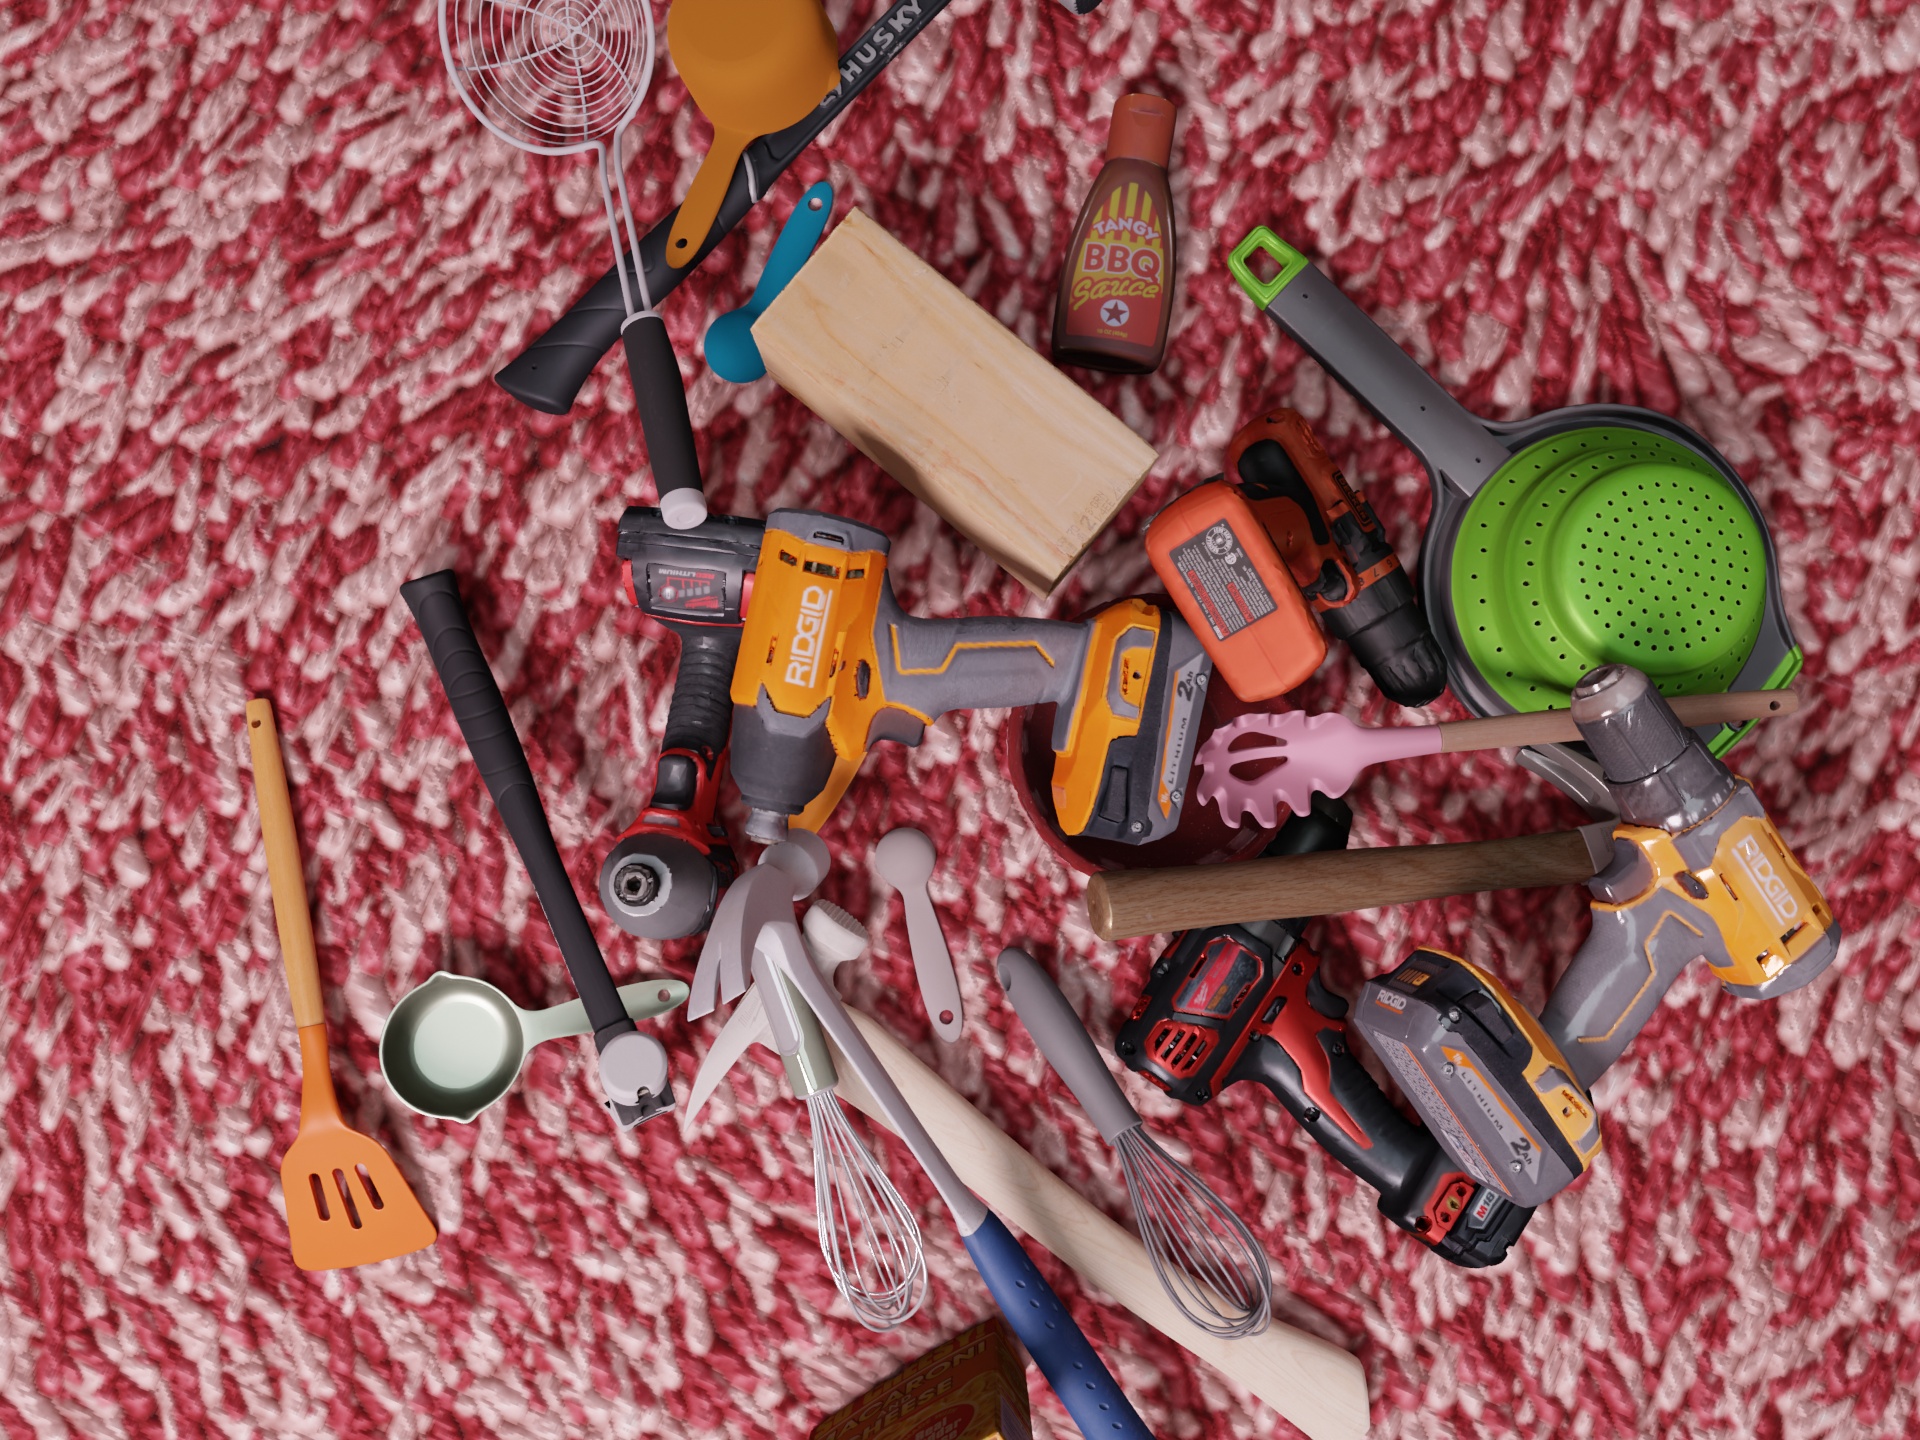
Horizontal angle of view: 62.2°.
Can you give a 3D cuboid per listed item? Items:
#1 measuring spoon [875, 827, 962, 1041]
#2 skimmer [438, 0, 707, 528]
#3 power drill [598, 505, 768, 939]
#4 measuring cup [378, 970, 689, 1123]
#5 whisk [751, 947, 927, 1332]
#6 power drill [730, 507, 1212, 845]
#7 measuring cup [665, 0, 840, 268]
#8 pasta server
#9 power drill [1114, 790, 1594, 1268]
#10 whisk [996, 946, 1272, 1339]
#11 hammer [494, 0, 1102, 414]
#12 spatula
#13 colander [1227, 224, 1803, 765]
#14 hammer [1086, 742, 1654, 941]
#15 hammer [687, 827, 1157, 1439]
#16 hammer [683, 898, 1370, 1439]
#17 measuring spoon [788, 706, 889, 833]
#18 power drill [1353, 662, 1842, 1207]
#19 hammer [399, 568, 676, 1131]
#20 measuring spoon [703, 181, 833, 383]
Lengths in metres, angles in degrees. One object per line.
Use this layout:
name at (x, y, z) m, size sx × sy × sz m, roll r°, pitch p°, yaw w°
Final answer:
measuring spoon at (-0.020, 0.121, 0.891) m, size 0.034 × 0.018 × 0.124 m, roll -15°, pitch 89°, yaw -1°
skimmer at (-0.195, -0.266, 0.829) m, size 0.127 × 0.090 × 0.364 m, roll -25°, pitch 64°, yaw 20°
power drill at (-0.144, 0.006, 0.836) m, size 0.078 × 0.143 × 0.220 m, roll 6°, pitch 85°, yaw 3°
measuring cup at (-0.235, 0.170, 0.888) m, size 0.167 × 0.038 × 0.083 m, roll -11°, pitch 83°, yaw -17°
whisk at (-0.073, 0.201, 0.836) m, size 0.058 × 0.059 × 0.246 m, roll -20°, pitch 89°, yaw 32°
power drill at (-0.001, -0.003, 0.794) m, size 0.226 × 0.084 × 0.164 m, roll 13°, pitch 88°, yaw -8°
measuring cup at (-0.129, -0.331, 0.856) m, size 0.095 × 0.052 × 0.174 m, roll 20°, pitch 83°, yaw 13°
pasta server at (0.275, 0.008, 0.817) m, size 0.316 × 0.040 × 0.060 m, roll -6°, pitch 104°, yaw 0°
power drill at (0.220, 0.163, 0.861) m, size 0.227 × 0.080 × 0.188 m, roll 34°, pitch 81°, yaw 6°
whisk at (0.086, 0.219, 0.844) m, size 0.055 × 0.055 × 0.239 m, roll -34°, pitch 65°, yaw -1°
hammer at (-0.108, -0.325, 0.896) m, size 0.409 × 0.036 × 0.149 m, roll -44°, pitch 77°, yaw 1°
spatula at (-0.365, 0.146, 0.892) m, size 0.081 × 0.041 × 0.323 m, roll -12°, pitch 84°, yaw 0°
colander at (0.301, -0.134, 0.861) m, size 0.397 × 0.094 × 0.204 m, roll 44°, pitch 89°, yaw 2°
hammer at (0.225, 0.079, 0.834) m, size 0.331 × 0.031 × 0.130 m, roll -4°, pitch 64°, yaw -15°
hammer at (-0.001, 0.249, 0.805) m, size 0.035 × 0.144 × 0.405 m, roll -29°, pitch 99°, yaw 22°
hammer at (0.044, 0.276, 0.874) m, size 0.410 × 0.038 × 0.146 m, roll 36°, pitch 94°, yaw 1°
measuring spoon at (-0.071, 0.031, 0.901) m, size 0.021 × 0.011 × 0.117 m, roll 35°, pitch 92°, yaw 0°
power drill at (0.302, 0.099, 0.776) m, size 0.226 × 0.084 × 0.185 m, roll -37°, pitch 99°, yaw -10°
hammer at (-0.228, 0.061, 0.847) m, size 0.035 × 0.146 × 0.335 m, roll -22°, pitch 71°, yaw -17°
measuring spoon at (-0.106, -0.253, 0.905) m, size 0.042 × 0.021 × 0.128 m, roll 27°, pitch 88°, yaw 2°
